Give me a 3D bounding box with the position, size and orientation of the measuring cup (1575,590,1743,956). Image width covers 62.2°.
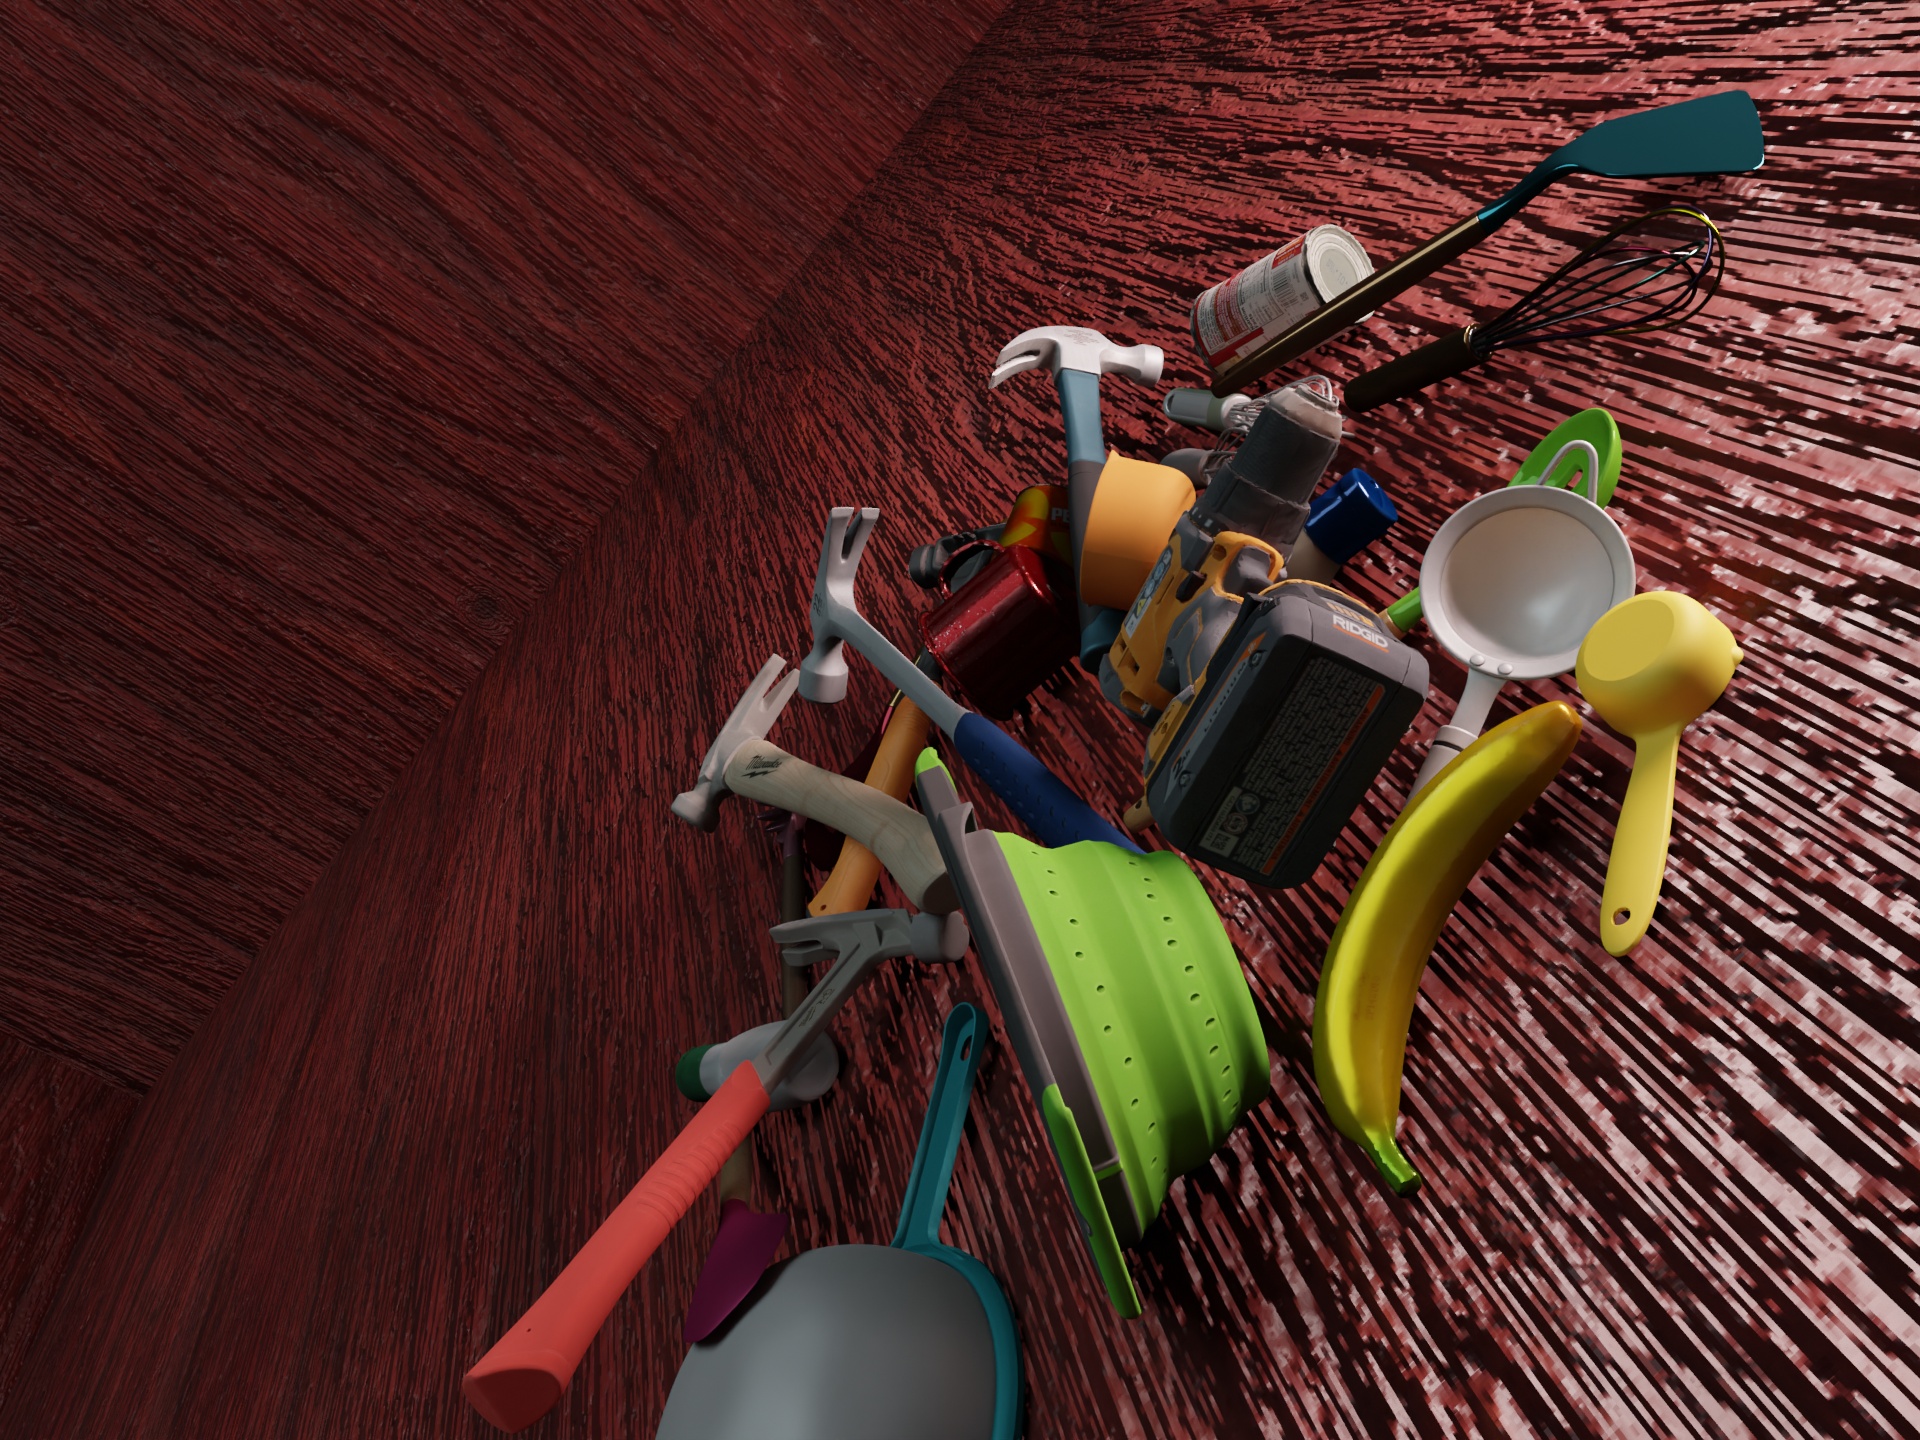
[{"bbox_3d":[0.250,0.015,0.593,0.062,0.029,0.157,-22,36,50],"label":"measuring cup"}]

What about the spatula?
[{"bbox_3d":[0.272,-0.252,0.879,0.317,0.044,0.082,-27,34,39],"label":"spatula"}]

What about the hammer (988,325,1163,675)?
[{"bbox_3d":[0.088,-0.157,1.057,0.033,0.128,0.331,111,163,-46],"label":"hammer"}]

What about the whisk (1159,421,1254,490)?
[{"bbox_3d":[0.156,-0.150,0.953,0.055,0.055,0.239,-52,10,3],"label":"whisk"}]

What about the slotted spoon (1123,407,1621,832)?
[{"bbox_3d":[0.193,-0.034,0.777,0.313,0.031,0.070,-41,26,30],"label":"slotted spoon"}]

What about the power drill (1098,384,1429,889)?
[{"bbox_3d":[0.139,-0.049,0.734,0.185,0.084,0.226,-62,14,20],"label":"power drill"}]

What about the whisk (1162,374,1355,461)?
[{"bbox_3d":[0.178,-0.193,1.005,0.246,0.059,0.058,-134,54,-71],"label":"whisk"}]

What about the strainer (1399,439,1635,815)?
[{"bbox_3d":[0.212,0.003,0.671,0.087,0.050,0.258,23,80,25],"label":"strainer"}]

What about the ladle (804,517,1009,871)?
[{"bbox_3d":[-0.036,-0.028,1.199,0.069,0.031,0.315,-4,51,59],"label":"ladle"}]

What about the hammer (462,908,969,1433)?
[{"bbox_3d":[-0.135,0.217,0.845,0.149,0.036,0.359,-12,23,37],"label":"hammer"}]

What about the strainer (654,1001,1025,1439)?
[{"bbox_3d":[-0.060,0.267,0.740,0.211,0.095,0.341,-29,34,44],"label":"strainer"}]

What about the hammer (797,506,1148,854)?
[{"bbox_3d":[-0.001,-0.003,0.938,0.406,0.035,0.144,43,129,52],"label":"hammer"}]

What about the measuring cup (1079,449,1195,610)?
[{"bbox_3d":[0.119,-0.121,0.958,0.174,0.052,0.095,-46,-34,-61],"label":"measuring cup"}]

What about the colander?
[{"bbox_3d":[0.051,0.089,0.733,0.094,0.204,0.397,-20,24,-3],"label":"colander"}]

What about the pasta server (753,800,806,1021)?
[{"bbox_3d":[-0.128,0.119,1.150,0.317,0.040,0.060,-100,20,-57],"label":"pasta server"}]

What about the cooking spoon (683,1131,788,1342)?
[{"bbox_3d":[-0.122,0.256,0.856,0.069,0.017,0.319,-46,5,-4],"label":"cooking spoon"}]

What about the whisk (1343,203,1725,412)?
[{"bbox_3d":[0.285,-0.198,0.821,0.051,0.047,0.245,-50,16,-23],"label":"whisk"}]

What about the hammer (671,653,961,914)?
[{"bbox_3d":[-0.084,0.045,1.070,0.146,0.038,0.411,-59,28,-8],"label":"hammer"}]

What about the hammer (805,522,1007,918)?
[{"bbox_3d":[-0.029,0.002,1.116,0.127,0.034,0.337,-8,51,41],"label":"hammer"}]
